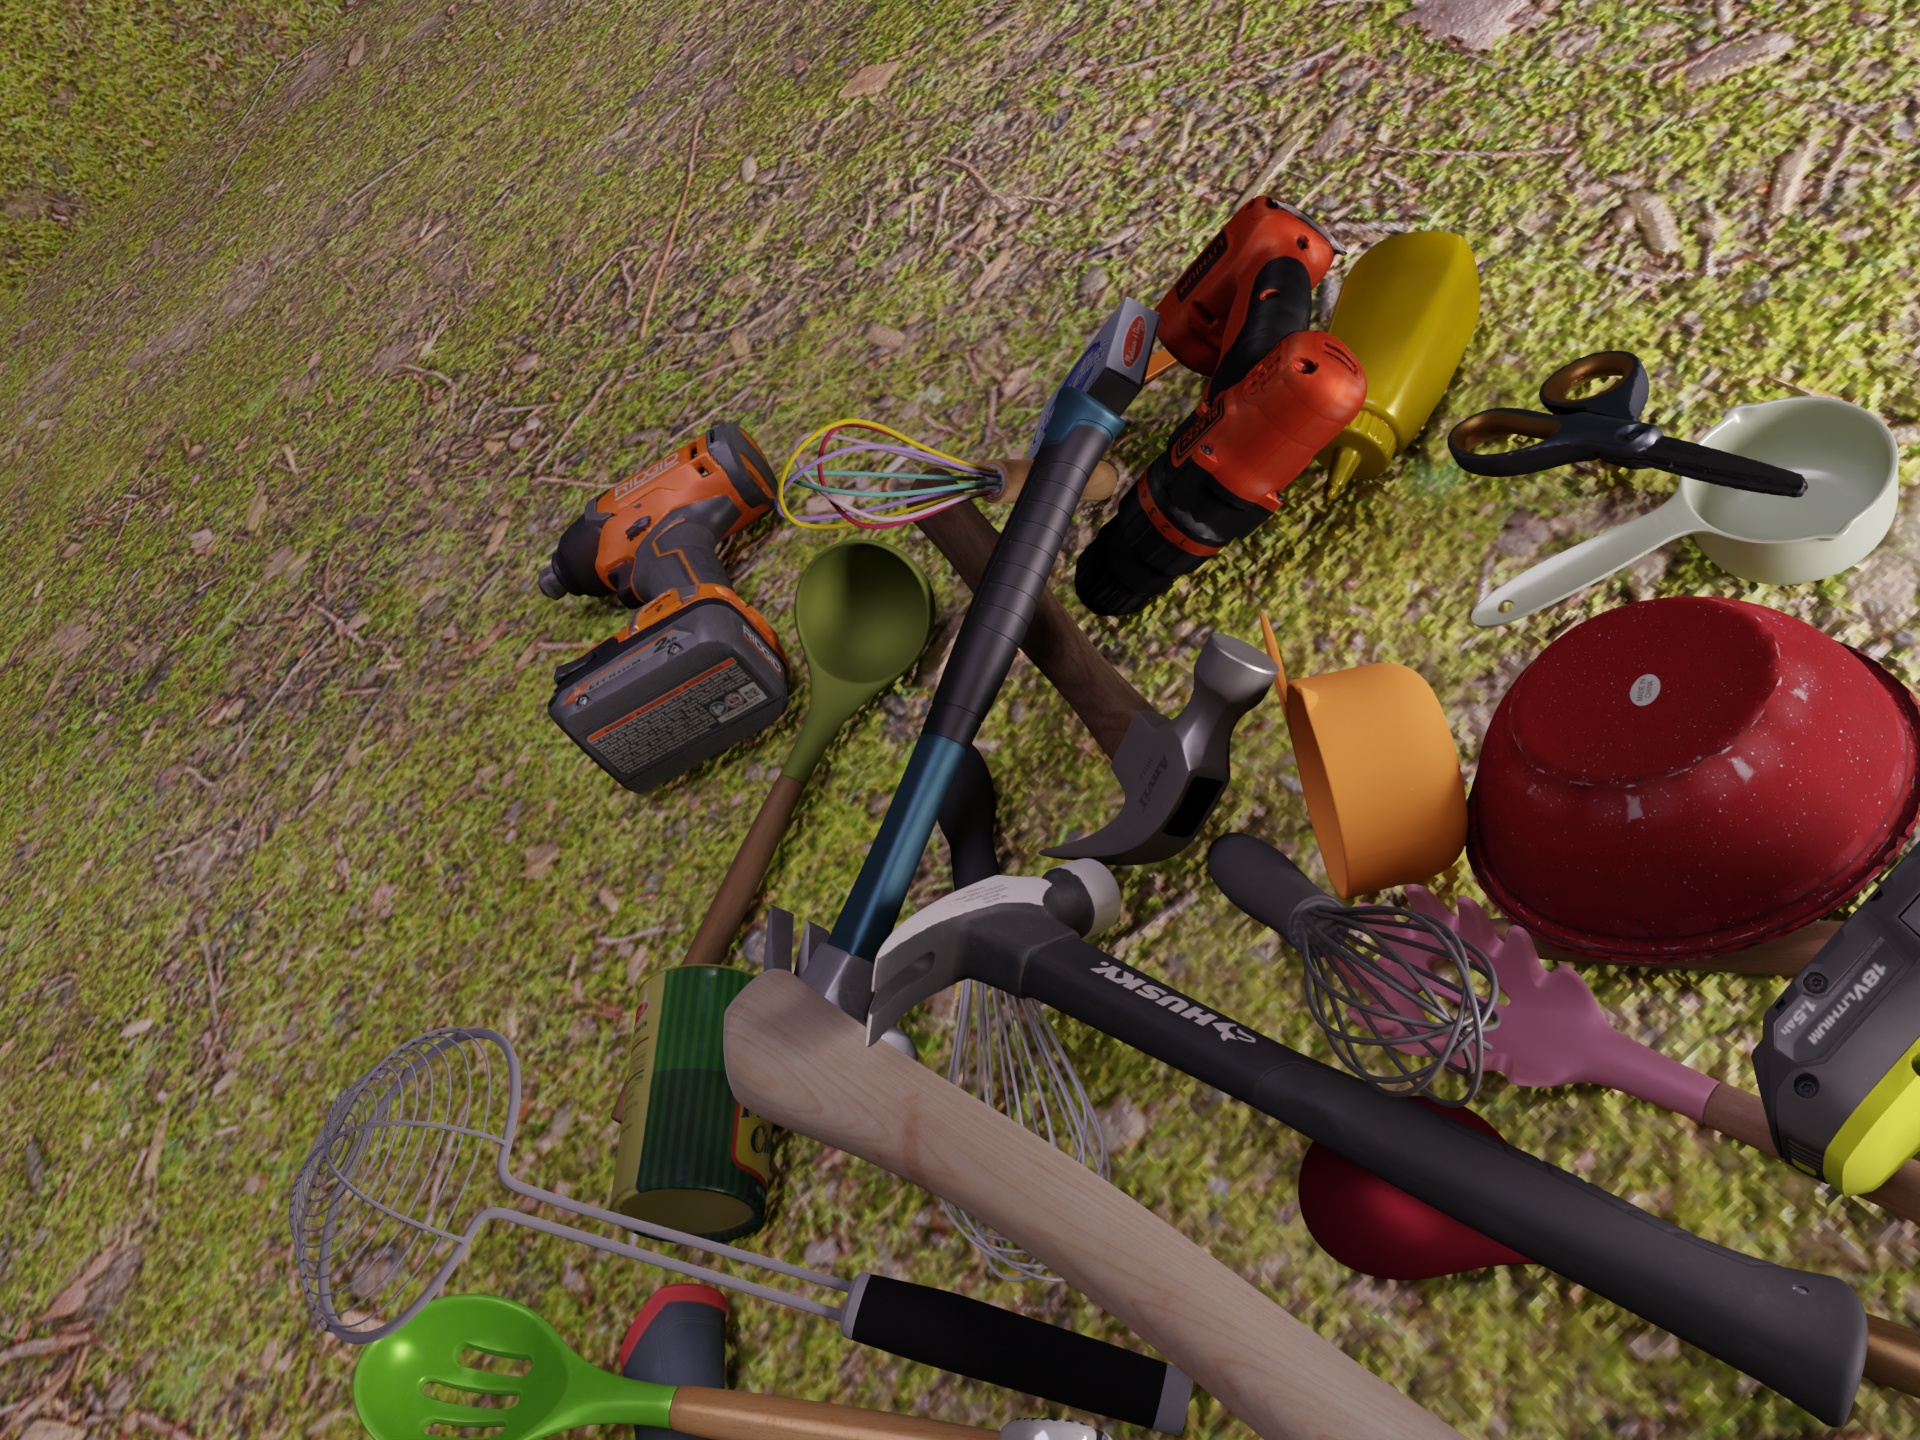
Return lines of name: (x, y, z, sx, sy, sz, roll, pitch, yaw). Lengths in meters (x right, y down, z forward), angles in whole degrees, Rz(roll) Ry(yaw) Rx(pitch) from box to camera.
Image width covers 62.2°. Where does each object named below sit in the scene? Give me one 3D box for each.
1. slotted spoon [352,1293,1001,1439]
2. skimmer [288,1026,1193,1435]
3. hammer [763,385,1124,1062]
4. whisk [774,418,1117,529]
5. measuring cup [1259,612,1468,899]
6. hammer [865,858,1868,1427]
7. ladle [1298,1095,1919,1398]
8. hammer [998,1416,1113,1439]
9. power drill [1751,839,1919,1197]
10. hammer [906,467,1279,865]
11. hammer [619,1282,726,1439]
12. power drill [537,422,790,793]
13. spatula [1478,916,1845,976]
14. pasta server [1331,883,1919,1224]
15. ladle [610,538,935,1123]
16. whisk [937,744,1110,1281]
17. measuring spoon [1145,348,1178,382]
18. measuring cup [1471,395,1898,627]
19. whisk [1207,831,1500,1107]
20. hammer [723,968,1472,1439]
slotted spoon: (-0.081, 0.259, 0.585, 0.314, 0.031, 0.070, 0, 39, 17)
skimmer: (-0.093, 0.209, 0.608, 0.363, 0.090, 0.127, 13, 64, 11)
hammer: (-0.001, -0.002, 0.706, 0.128, 0.033, 0.331, 3, 67, 60)
whisk: (0.004, -0.117, 0.756, 0.051, 0.245, 0.047, 6, 100, 38)
measuring cup: (0.161, -0.002, 0.651, 0.052, 0.095, 0.174, -12, 33, 7)
hammer: (0.115, 0.126, 0.521, 0.335, 0.146, 0.035, 22, 113, 39)
ladle: (0.243, 0.179, 0.479, 0.316, 0.031, 0.069, 12, 60, 38)
hammer: (-0.127, 0.321, 0.545, 0.409, 0.036, 0.149, -17, 49, 34)
power drill: (0.325, 0.133, 0.396, 0.190, 0.080, 0.229, -48, 52, 0)
hammer: (0.037, -0.045, 0.769, 0.130, 0.031, 0.332, -65, 30, 20)
hammer: (-0.083, 0.377, 0.527, 0.143, 0.038, 0.387, -21, 46, 17)
power drill: (-0.181, -0.067, 0.930, 0.164, 0.084, 0.227, -28, 40, 13)
spatula: (0.321, 0.070, 0.501, 0.317, 0.044, 0.082, -3, 71, 34)
pasta server: (0.261, 0.130, 0.498, 0.316, 0.040, 0.060, 22, 82, 42)
ladle: (-0.099, 0.049, 0.795, 0.078, 0.062, 0.320, 19, 68, 16)
whisk: (0.014, 0.106, 0.675, 0.070, 0.070, 0.285, -26, 40, 14)
measuring spoon: (0.098, -0.198, 0.894, 0.117, 0.011, 0.021, -26, 45, 14)
measuring cup: (0.290, -0.069, 0.643, 0.167, 0.038, 0.083, -27, 45, 16)
whisk: (0.127, 0.075, 0.561, 0.055, 0.055, 0.239, -39, 11, 0)
hammer: (0.082, 0.184, 0.512, 0.411, 0.038, 0.146, 28, 72, 31)
